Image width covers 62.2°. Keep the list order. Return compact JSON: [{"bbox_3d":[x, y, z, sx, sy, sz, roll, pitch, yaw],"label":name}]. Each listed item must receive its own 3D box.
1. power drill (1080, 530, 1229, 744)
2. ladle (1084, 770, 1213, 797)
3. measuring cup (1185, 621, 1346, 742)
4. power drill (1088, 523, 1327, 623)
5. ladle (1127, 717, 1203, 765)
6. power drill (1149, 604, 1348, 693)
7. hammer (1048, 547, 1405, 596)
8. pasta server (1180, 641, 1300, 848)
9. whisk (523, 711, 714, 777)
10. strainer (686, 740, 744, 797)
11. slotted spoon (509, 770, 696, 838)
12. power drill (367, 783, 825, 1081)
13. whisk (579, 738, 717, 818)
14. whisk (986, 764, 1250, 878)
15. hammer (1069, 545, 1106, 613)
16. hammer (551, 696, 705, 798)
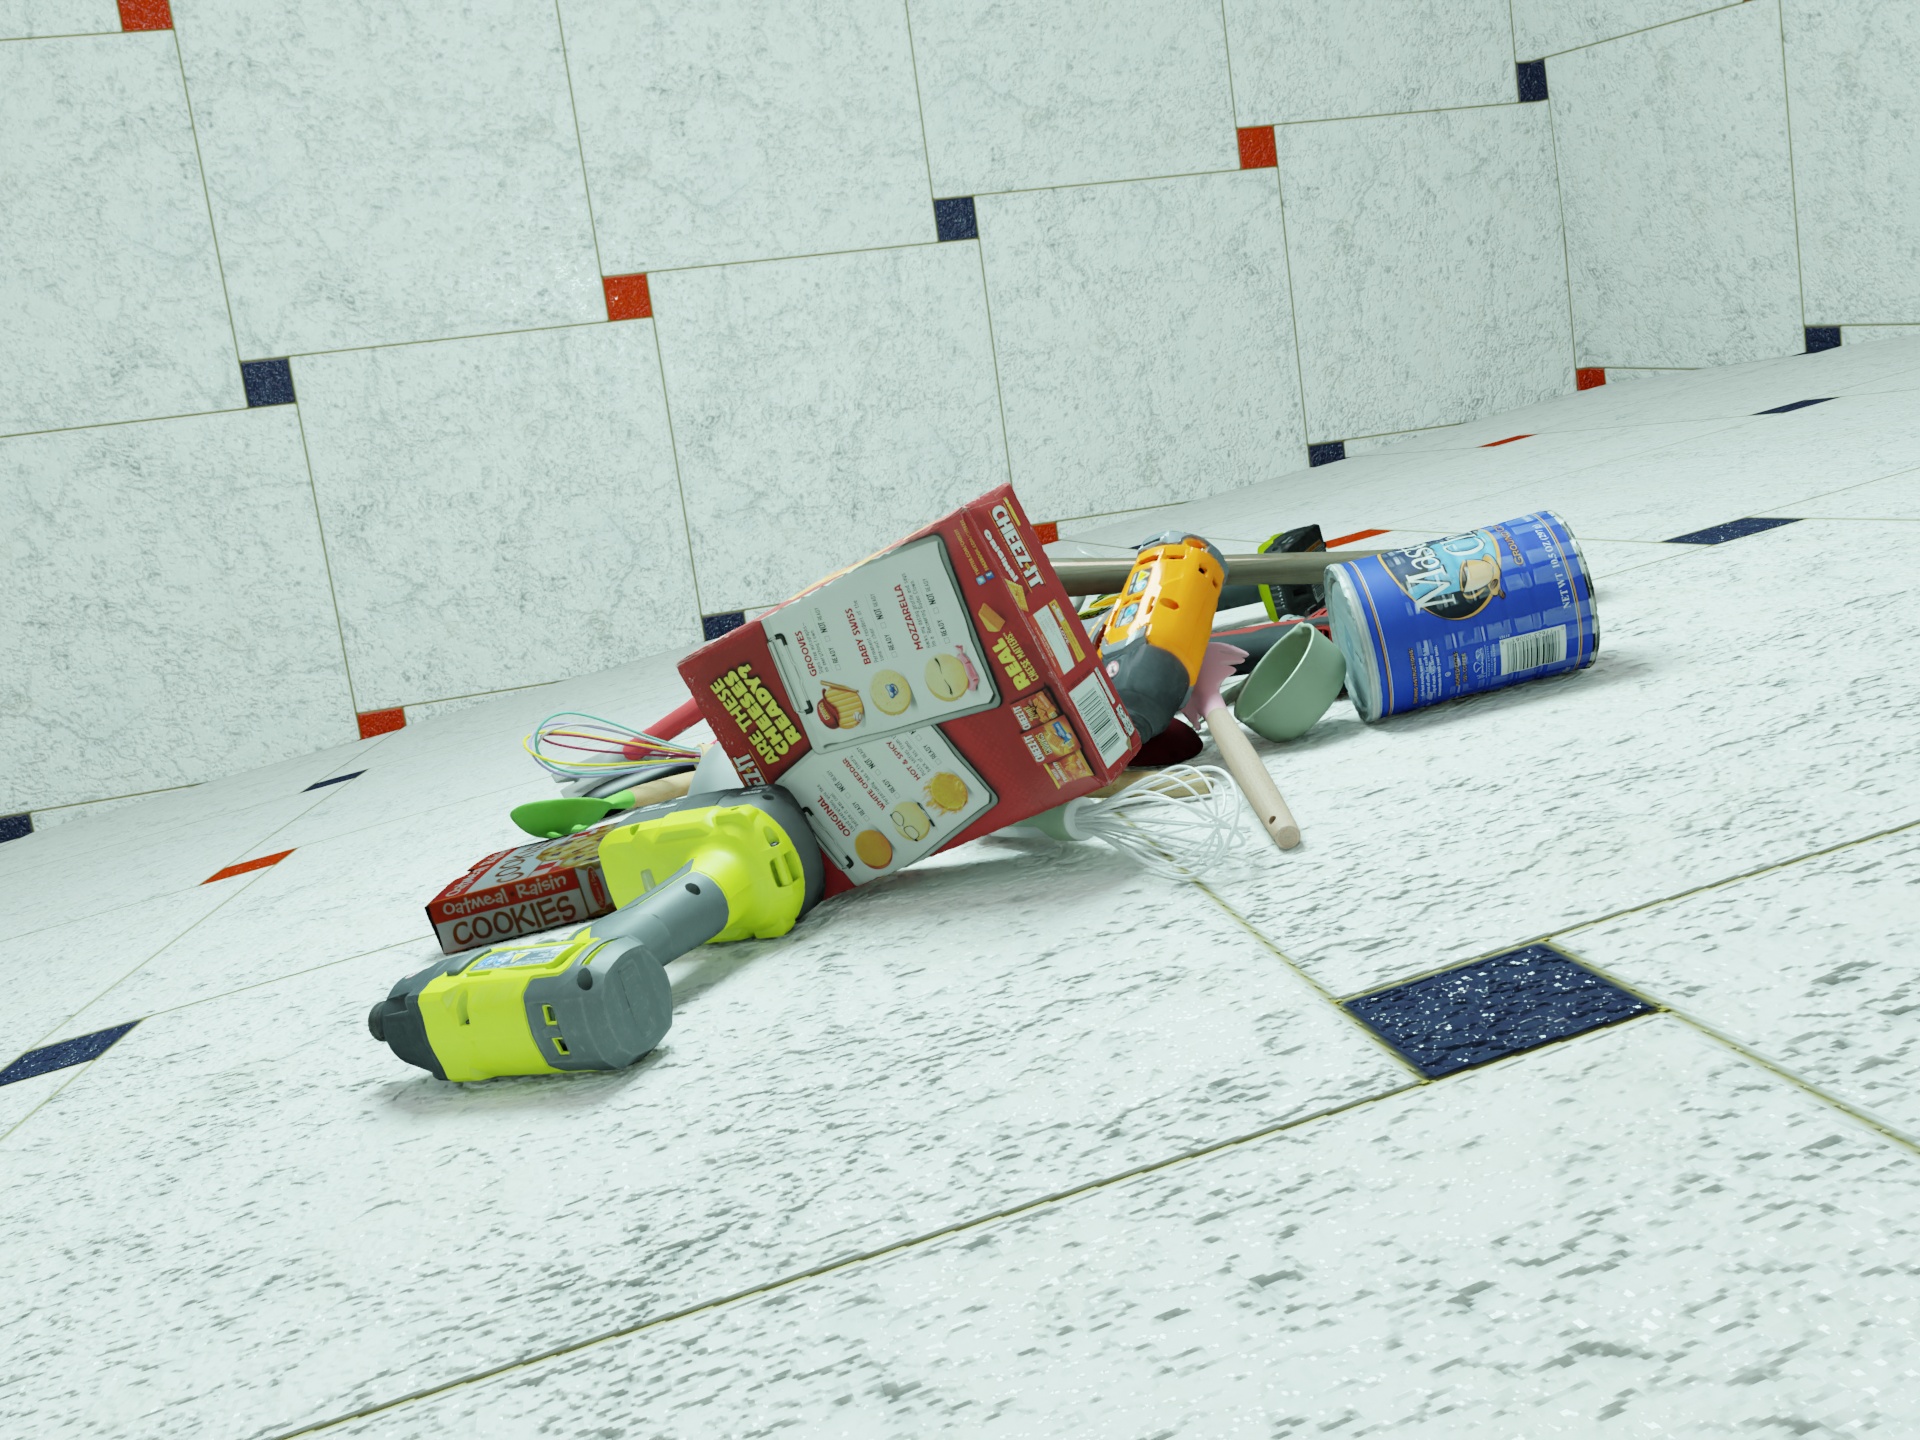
[{"bbox_3d":[0.064,-0.025,1.050,0.226,0.084,0.164,-19,39,44],"label":"power drill"},{"bbox_3d":[0.012,0.052,1.015,0.320,0.062,0.078,-1,14,32],"label":"ladle"},{"bbox_3d":[0.198,-0.009,1.052,0.083,0.038,0.167,-57,7,-23],"label":"measuring cup"},{"bbox_3d":[0.223,-0.111,1.490,0.228,0.080,0.190,-13,9,27],"label":"power drill"},{"bbox_3d":[0.040,0.024,1.148,0.315,0.031,0.069,-8,13,46],"label":"ladle"},{"bbox_3d":[0.233,-0.063,1.203,0.227,0.080,0.188,-5,14,36],"label":"power drill"},{"bbox_3d":[0.263,-0.123,1.265,0.410,0.038,0.146,-2,-3,7],"label":"hammer"},{"bbox_3d":[0.164,0.011,0.937,0.040,0.060,0.316,28,15,-10],"label":"pasta server"},{"bbox_3d":[-0.234,0.025,1.293,0.244,0.051,0.047,5,-2,-33],"label":"whisk"},{"bbox_3d":[-0.117,0.033,1.194,0.256,0.069,0.151,-8,12,45],"label":"strainer"},{"bbox_3d":[-0.252,0.060,1.280,0.070,0.031,0.313,-16,0,21],"label":"slotted spoon"},{"bbox_3d":[-0.185,0.113,0.833,0.171,0.080,0.223,-10,14,29],"label":"power drill"},{"bbox_3d":[-0.212,0.022,1.445,0.296,0.073,0.073,-25,12,-21],"label":"whisk"},{"bbox_3d":[0.071,0.055,0.871,0.057,0.059,0.246,21,-13,-27],"label":"whisk"},{"bbox_3d":[0.054,-0.069,1.345,0.031,0.130,0.331,27,18,9],"label":"hammer"},{"bbox_3d":[-0.227,-0.026,1.490,0.386,0.038,0.143,-30,0,36],"label":"hammer"}]
